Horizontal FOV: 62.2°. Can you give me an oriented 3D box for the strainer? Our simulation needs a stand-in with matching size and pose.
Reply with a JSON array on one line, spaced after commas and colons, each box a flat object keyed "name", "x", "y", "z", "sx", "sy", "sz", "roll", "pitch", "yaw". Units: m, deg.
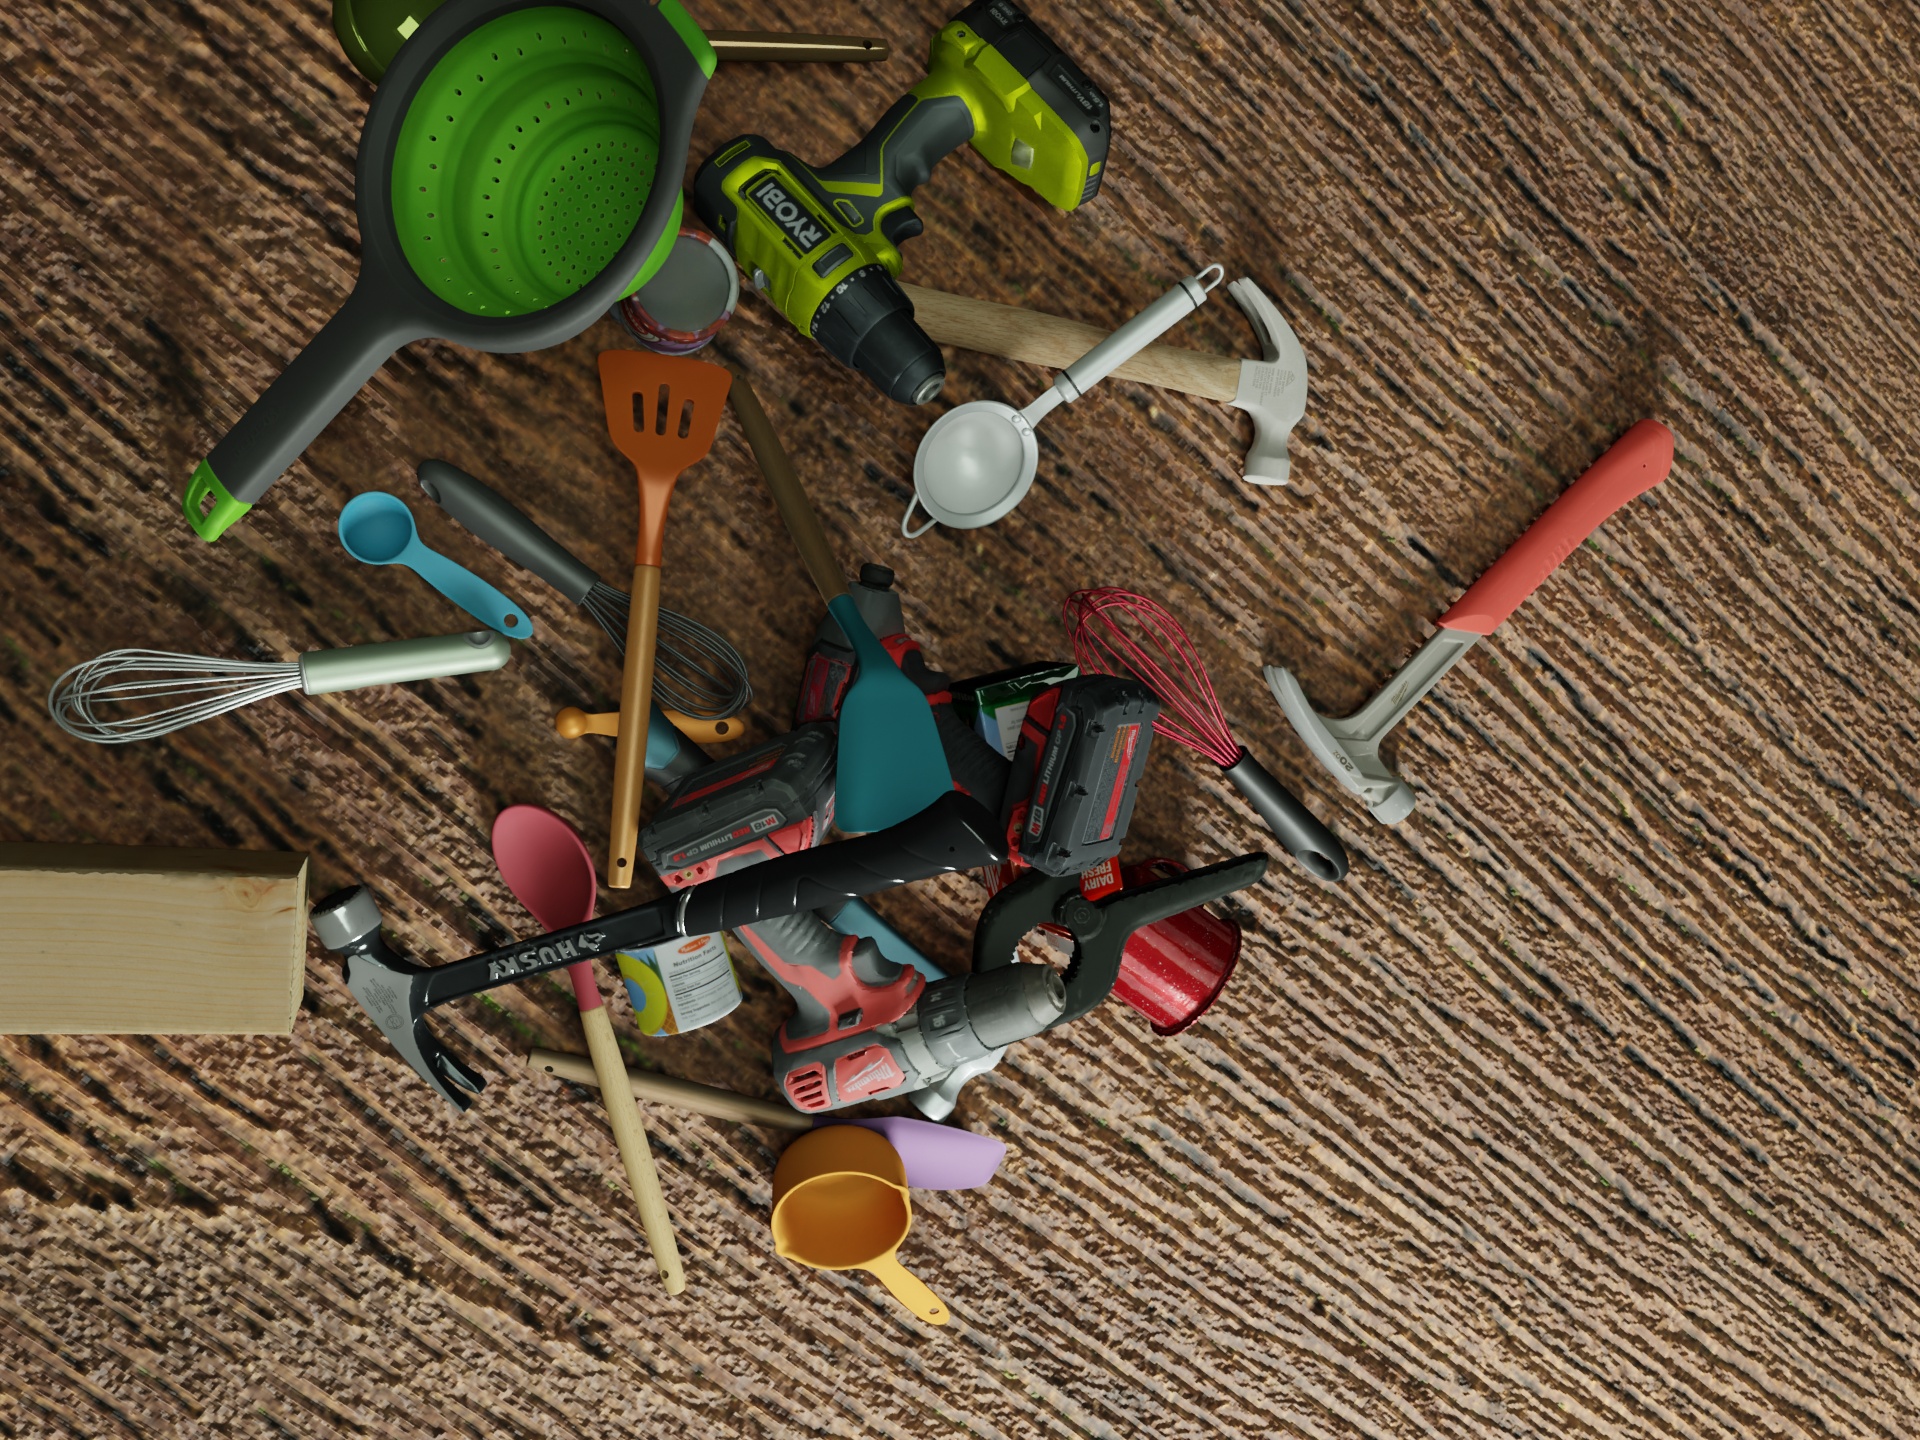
[{"name": "strainer", "x": 0.061, "y": -0.206, "z": 1.008, "sx": 0.258, "sy": 0.050, "sz": 0.086, "roll": -36, "pitch": 129, "yaw": 7}]

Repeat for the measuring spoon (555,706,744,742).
[{"name": "measuring spoon", "x": -0.191, "y": 0.003, "z": 0.986, "sx": 0.117, "sy": 0.011, "sz": 0.021, "roll": 2, "pitch": 93, "yaw": -18}]

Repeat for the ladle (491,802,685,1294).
[{"name": "ladle", "x": -0.216, "y": 0.199, "z": 0.963, "sx": 0.069, "sy": 0.031, "sz": 0.315, "roll": -14, "pitch": 94, "yaw": 28}]

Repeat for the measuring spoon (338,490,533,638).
[{"name": "measuring spoon", "x": -0.310, "y": -0.088, "z": 0.944, "sx": 0.128, "sy": 0.021, "sz": 0.042, "roll": 38, "pitch": 81, "yaw": -25}]

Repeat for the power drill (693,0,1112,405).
[{"name": "power drill", "x": -0.020, "y": -0.312, "z": 0.961, "sx": 0.228, "sy": 0.080, "sz": 0.190, "roll": -40, "pitch": 81, "yaw": -12}]

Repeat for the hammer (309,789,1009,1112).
[{"name": "hammer", "x": -0.165, "y": 0.116, "z": 0.883, "sx": 0.409, "sy": 0.036, "sz": 0.149, "roll": -17, "pitch": 108, "yaw": 18}]

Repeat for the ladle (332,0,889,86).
[{"name": "ladle", "x": -0.195, "y": -0.400, "z": 0.928, "sx": 0.320, "sy": 0.062, "sz": 0.078, "roll": -5, "pitch": 89, "yaw": -16}]

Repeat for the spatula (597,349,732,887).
[{"name": "spatula", "x": -0.185, "y": -0.064, "z": 0.931, "sx": 0.081, "sy": 0.041, "sz": 0.323, "roll": 6, "pitch": 84, "yaw": -14}]

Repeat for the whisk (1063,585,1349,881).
[{"name": "whisk", "x": 0.173, "y": 0.013, "z": 1.080, "sx": 0.295, "sy": 0.073, "sz": 0.073, "roll": 45, "pitch": 80, "yaw": -20}]

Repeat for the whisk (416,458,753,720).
[{"name": "whisk", "x": -0.225, "y": -0.078, "z": 0.956, "sx": 0.239, "sy": 0.055, "sz": 0.055, "roll": 38, "pitch": 82, "yaw": -11}]

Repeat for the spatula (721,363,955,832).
[{"name": "spatula", "x": -0.086, "y": -0.083, "z": 0.929, "sx": 0.082, "sy": 0.044, "sz": 0.318, "roll": -7, "pitch": 59, "yaw": -36}]

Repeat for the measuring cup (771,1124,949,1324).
[{"name": "measuring cup", "x": -0.056, "y": 0.328, "z": 1.031, "sx": 0.095, "sy": 0.052, "sz": 0.173, "roll": -29, "pitch": 122, "yaw": 10}]

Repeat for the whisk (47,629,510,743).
[{"name": "whisk", "x": -0.384, "y": -0.025, "z": 0.911, "sx": 0.246, "sy": 0.058, "sz": 0.059, "roll": -9, "pitch": 131, "yaw": -20}]

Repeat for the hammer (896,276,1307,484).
[{"name": "hammer", "x": 0.078, "y": -0.248, "z": 1.044, "sx": 0.331, "sy": 0.031, "sz": 0.130, "roll": 8, "pitch": 91, "yaw": -18}]

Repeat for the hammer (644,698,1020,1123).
[{"name": "hammer", "x": -0.088, "y": 0.110, "z": 1.010, "sx": 0.330, "sy": 0.033, "sz": 0.128, "roll": 44, "pitch": 81, "yaw": -17}]

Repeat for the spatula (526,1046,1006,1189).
[{"name": "spatula", "x": -0.121, "y": 0.254, "z": 1.018, "sx": 0.315, "sy": 0.018, "sz": 0.059, "roll": 18, "pitch": 118, "yaw": -16}]

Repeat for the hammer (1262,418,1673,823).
[{"name": "hammer", "x": 0.382, "y": -0.098, "z": 1.148, "sx": 0.359, "sy": 0.037, "sz": 0.149, "roll": -44, "pitch": 105, "yaw": -10}]

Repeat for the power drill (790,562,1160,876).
[{"name": "power drill", "x": -0.002, "y": -0.003, "z": 0.947, "sx": 0.078, "sy": 0.220, "sz": 0.143, "roll": -4, "pitch": 111, "yaw": -58}]

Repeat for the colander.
[{"name": "colander", "x": -0.280, "y": -0.240, "z": 0.892, "sx": 0.397, "sy": 0.094, "sz": 0.205, "roll": -43, "pitch": 74, "yaw": 11}]

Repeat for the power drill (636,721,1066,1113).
[{"name": "power drill", "x": -0.061, "y": 0.118, "z": 0.927, "sx": 0.188, "sy": 0.080, "sz": 0.226, "roll": -22, "pitch": 108, "yaw": 22}]
